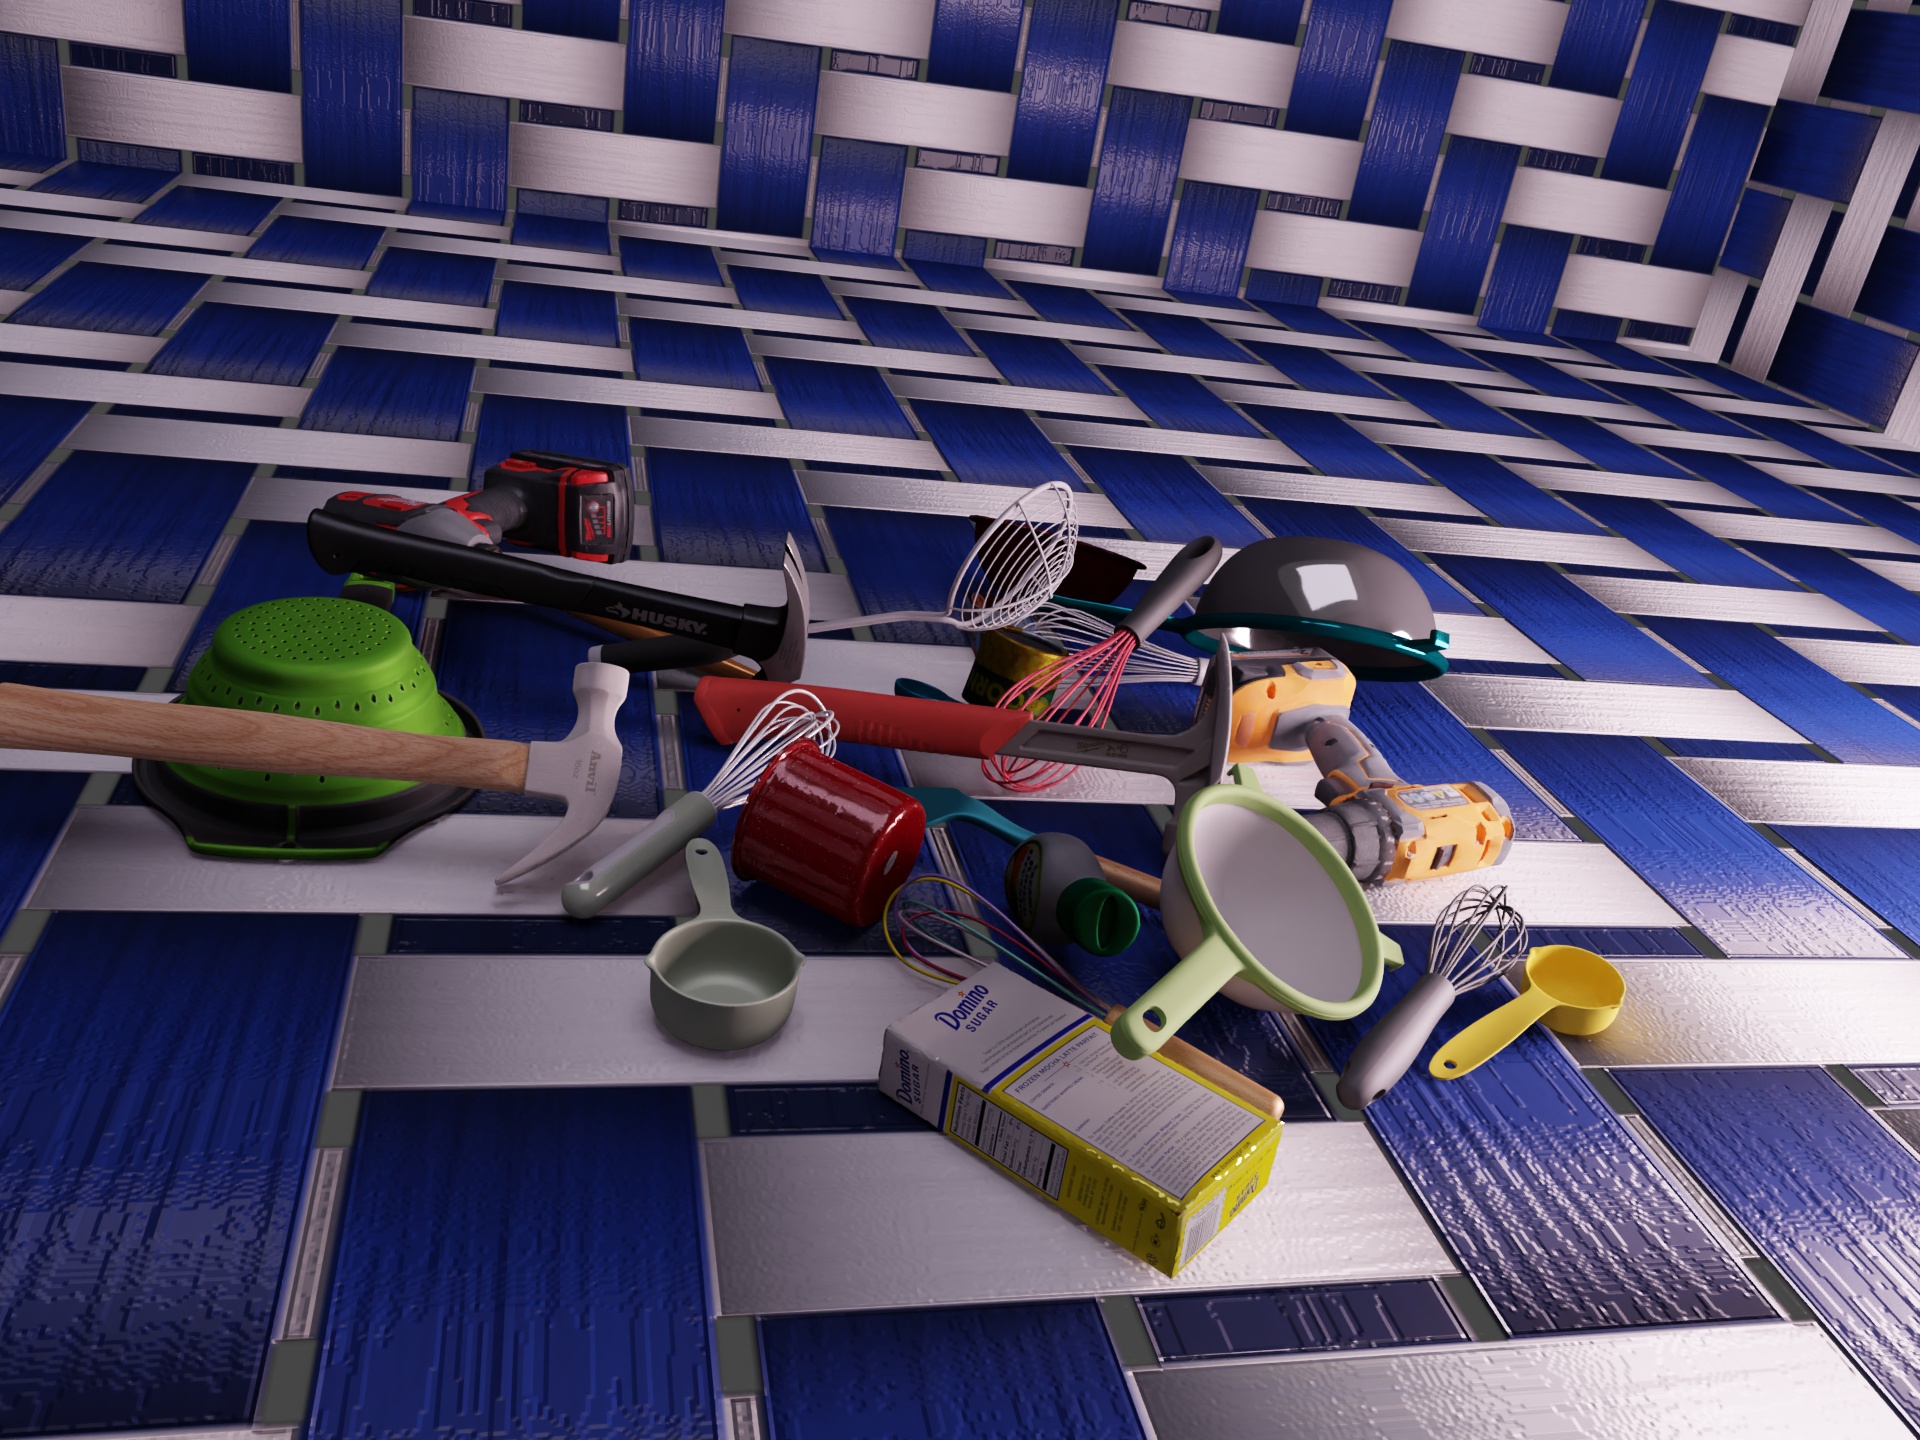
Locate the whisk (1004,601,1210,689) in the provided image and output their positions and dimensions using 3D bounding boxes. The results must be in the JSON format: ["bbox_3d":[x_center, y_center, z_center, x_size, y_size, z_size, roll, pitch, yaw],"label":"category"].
[{"bbox_3d":[0.164,-0.042,1.276,0.284,0.070,0.070,8,25,-15],"label":"whisk"}]

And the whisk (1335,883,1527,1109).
[{"bbox_3d":[0.270,0.157,0.914,0.055,0.055,0.239,25,34,28],"label":"whisk"}]

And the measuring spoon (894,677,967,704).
[{"bbox_3d":[0.008,0.003,1.172,0.128,0.021,0.042,24,15,8],"label":"measuring spoon"}]

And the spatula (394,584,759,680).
[{"bbox_3d":[-0.282,-0.074,1.216,0.323,0.041,0.081,22,27,15],"label":"spatula"}]

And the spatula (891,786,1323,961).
[{"bbox_3d":[0.071,0.097,0.990,0.317,0.044,0.082,21,26,12],"label":"spatula"}]

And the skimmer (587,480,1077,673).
[{"bbox_3d":[-0.092,-0.096,1.150,0.363,0.090,0.127,-8,-19,5],"label":"skimmer"}]

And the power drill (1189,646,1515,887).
[{"bbox_3d":[0.247,0.036,1.114,0.185,0.084,0.226,-5,34,-26],"label":"power drill"}]

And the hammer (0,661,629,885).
[{"bbox_3d":[-0.357,0.017,0.881,0.331,0.130,0.031,6,-13,-10],"label":"hammer"}]

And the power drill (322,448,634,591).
[{"bbox_3d":[-0.347,-0.145,1.183,0.143,0.078,0.219,13,21,23],"label":"power drill"}]

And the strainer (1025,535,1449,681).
[{"bbox_3d":[0.225,-0.107,1.284,0.340,0.095,0.211,10,-5,11],"label":"strainer"}]

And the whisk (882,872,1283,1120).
[{"bbox_3d":[0.059,0.154,0.854,0.245,0.051,0.047,27,53,24],"label":"whisk"}]

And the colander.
[{"bbox_3d":[-0.409,-0.052,1.039,0.204,0.094,0.397,3,27,-14],"label":"colander"}]

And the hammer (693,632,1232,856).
[{"bbox_3d":[-0.002,-0.003,1.062,0.359,0.149,0.036,7,-1,10],"label":"hammer"}]

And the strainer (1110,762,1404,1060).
[{"bbox_3d":[0.136,0.130,0.868,0.151,0.069,0.256,51,38,9],"label":"strainer"}]

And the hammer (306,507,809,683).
[{"bbox_3d":[-0.264,-0.092,1.068,0.334,0.146,0.035,12,42,-11],"label":"hammer"}]

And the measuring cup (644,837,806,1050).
[{"bbox_3d":[-0.133,0.118,0.857,0.083,0.038,0.168,1,25,-17],"label":"measuring cup"}]

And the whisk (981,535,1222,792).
[{"bbox_3d":[0.110,-0.049,1.157,0.073,0.073,0.296,25,53,28],"label":"whisk"}]

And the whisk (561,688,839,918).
[{"bbox_3d":[-0.152,0.049,0.965,0.058,0.059,0.246,-7,22,37],"label":"whisk"}]

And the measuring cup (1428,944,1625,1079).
[{"bbox_3d":[0.322,0.178,0.918,0.156,0.029,0.062,-23,40,-30],"label":"measuring cup"}]
